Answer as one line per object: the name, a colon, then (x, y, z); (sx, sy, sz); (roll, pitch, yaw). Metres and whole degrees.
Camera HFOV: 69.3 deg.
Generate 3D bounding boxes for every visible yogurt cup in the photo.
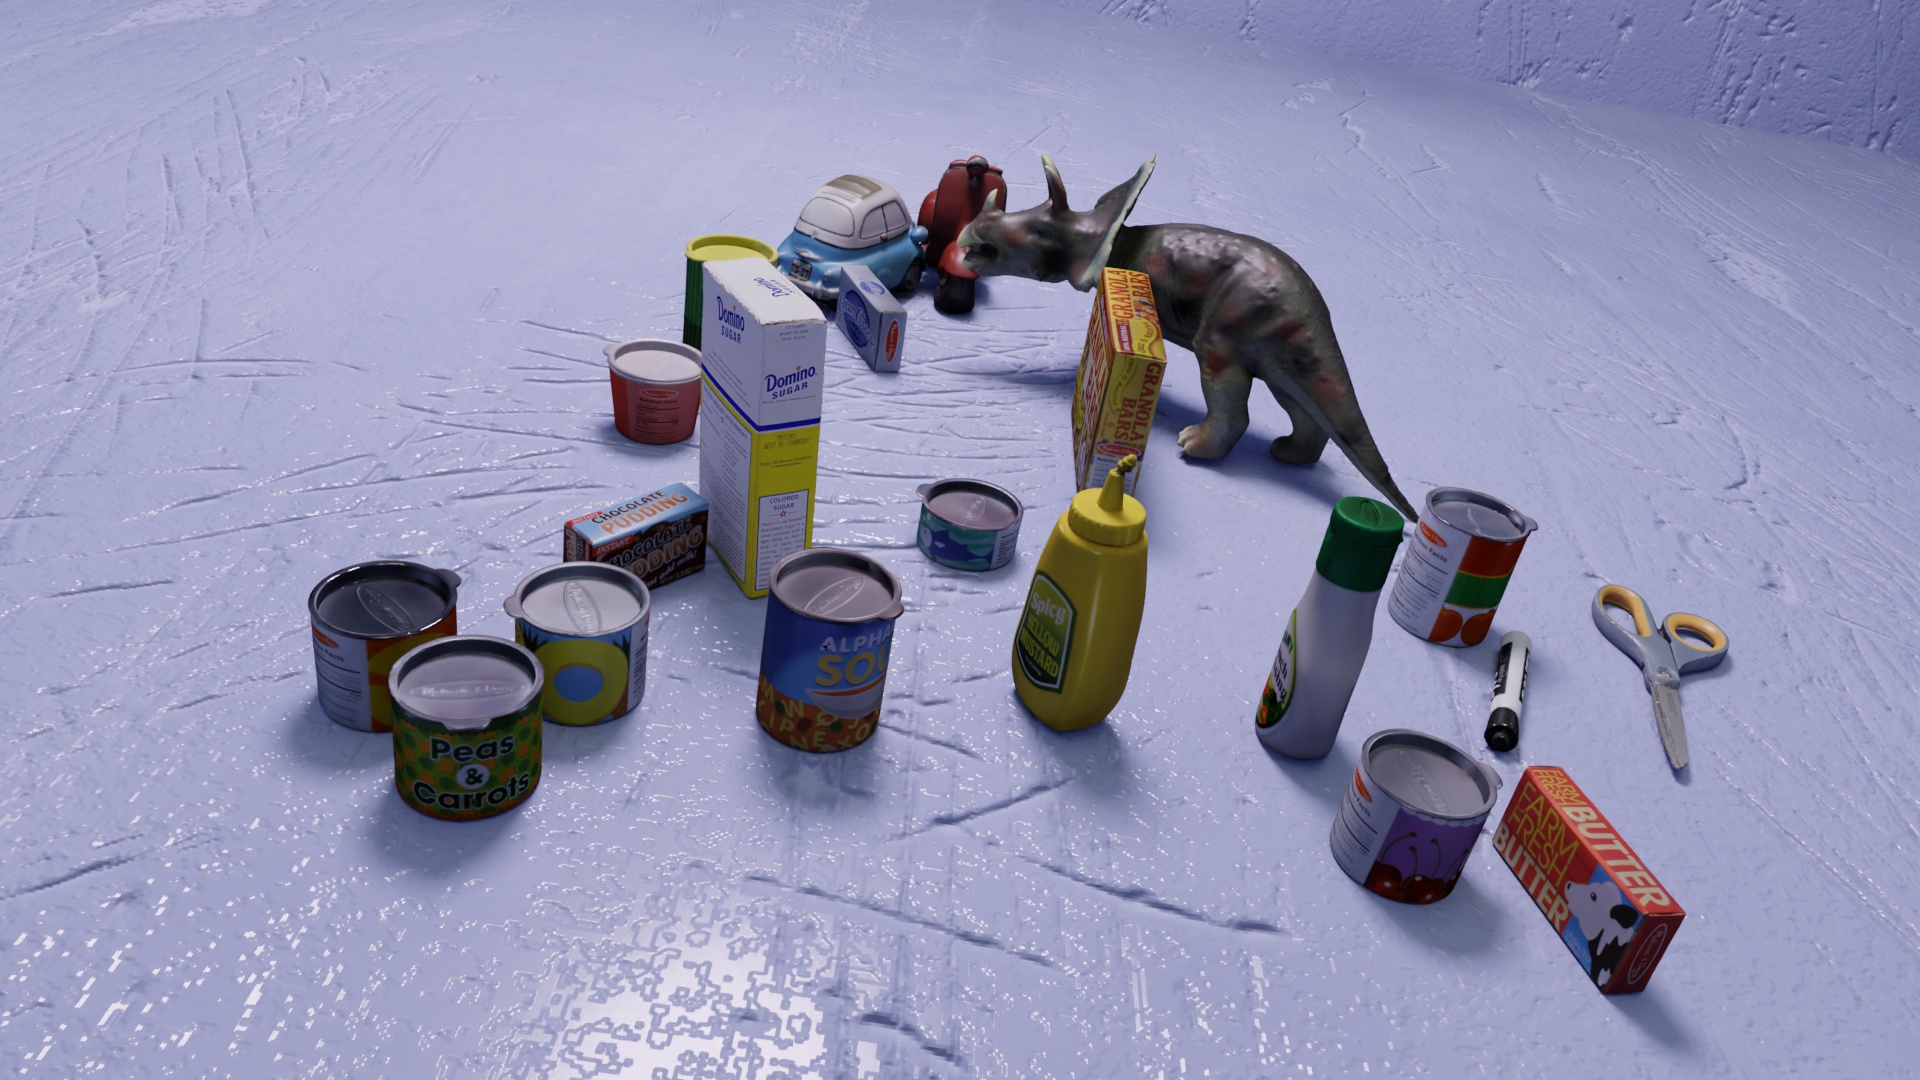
yogurt cup: (-0.210, -0.102, 0.961); (0.072, 0.053, 0.073); (8, 30, -5)

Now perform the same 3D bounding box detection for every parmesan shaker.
parmesan shaker: (-0.176, -0.168, 1.033); (0.071, 0.102, 0.071); (8, 30, -5)

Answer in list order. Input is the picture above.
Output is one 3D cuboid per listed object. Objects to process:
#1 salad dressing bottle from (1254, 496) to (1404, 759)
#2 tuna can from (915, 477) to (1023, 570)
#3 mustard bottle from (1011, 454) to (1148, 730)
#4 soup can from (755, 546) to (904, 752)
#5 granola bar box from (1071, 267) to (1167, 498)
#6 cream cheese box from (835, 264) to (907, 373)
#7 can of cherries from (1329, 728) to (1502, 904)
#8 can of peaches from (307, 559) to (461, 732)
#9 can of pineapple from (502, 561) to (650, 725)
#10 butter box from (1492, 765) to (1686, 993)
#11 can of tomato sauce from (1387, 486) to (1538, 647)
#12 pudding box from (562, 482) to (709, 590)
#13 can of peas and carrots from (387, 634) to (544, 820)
salad dressing bottle: (0.198, 0.048, 0.743); (0.044, 0.146, 0.064); (12, 30, 3)
tuna can: (0.003, -0.011, 0.895); (0.071, 0.032, 0.071); (8, 30, -5)
mustard bottle: (0.067, 0.024, 0.731); (0.049, 0.159, 0.065); (-9, 36, -31)
soup can: (-0.066, 0.057, 0.708); (0.071, 0.083, 0.072); (8, 30, -5)
granola bar box: (0.111, -0.110, 1.005); (0.039, 0.123, 0.166); (9, 30, -3)
cream cheese box: (-0.075, -0.183, 1.140); (0.024, 0.053, 0.104); (-4, 33, -24)
can of cherries: (0.226, 0.137, 0.690); (0.071, 0.058, 0.072); (8, 30, -5)
can of peaches: (-0.278, 0.051, 0.679); (0.071, 0.057, 0.071); (8, 30, -5)
can of pineapple: (-0.194, 0.052, 0.703); (0.071, 0.057, 0.071); (8, 30, -5)
butter box: (0.302, 0.162, 0.676); (0.024, 0.052, 0.104); (2, 31, -15)
can of tomato sauce: (0.322, 0.017, 0.897); (0.071, 0.082, 0.071); (8, 30, -5)
pudding box: (-0.186, 0.003, 0.796); (0.030, 0.049, 0.084); (30, 36, 30)
can of peas and carrots: (-0.225, 0.086, 0.634); (0.071, 0.058, 0.071); (8, 30, -5)
